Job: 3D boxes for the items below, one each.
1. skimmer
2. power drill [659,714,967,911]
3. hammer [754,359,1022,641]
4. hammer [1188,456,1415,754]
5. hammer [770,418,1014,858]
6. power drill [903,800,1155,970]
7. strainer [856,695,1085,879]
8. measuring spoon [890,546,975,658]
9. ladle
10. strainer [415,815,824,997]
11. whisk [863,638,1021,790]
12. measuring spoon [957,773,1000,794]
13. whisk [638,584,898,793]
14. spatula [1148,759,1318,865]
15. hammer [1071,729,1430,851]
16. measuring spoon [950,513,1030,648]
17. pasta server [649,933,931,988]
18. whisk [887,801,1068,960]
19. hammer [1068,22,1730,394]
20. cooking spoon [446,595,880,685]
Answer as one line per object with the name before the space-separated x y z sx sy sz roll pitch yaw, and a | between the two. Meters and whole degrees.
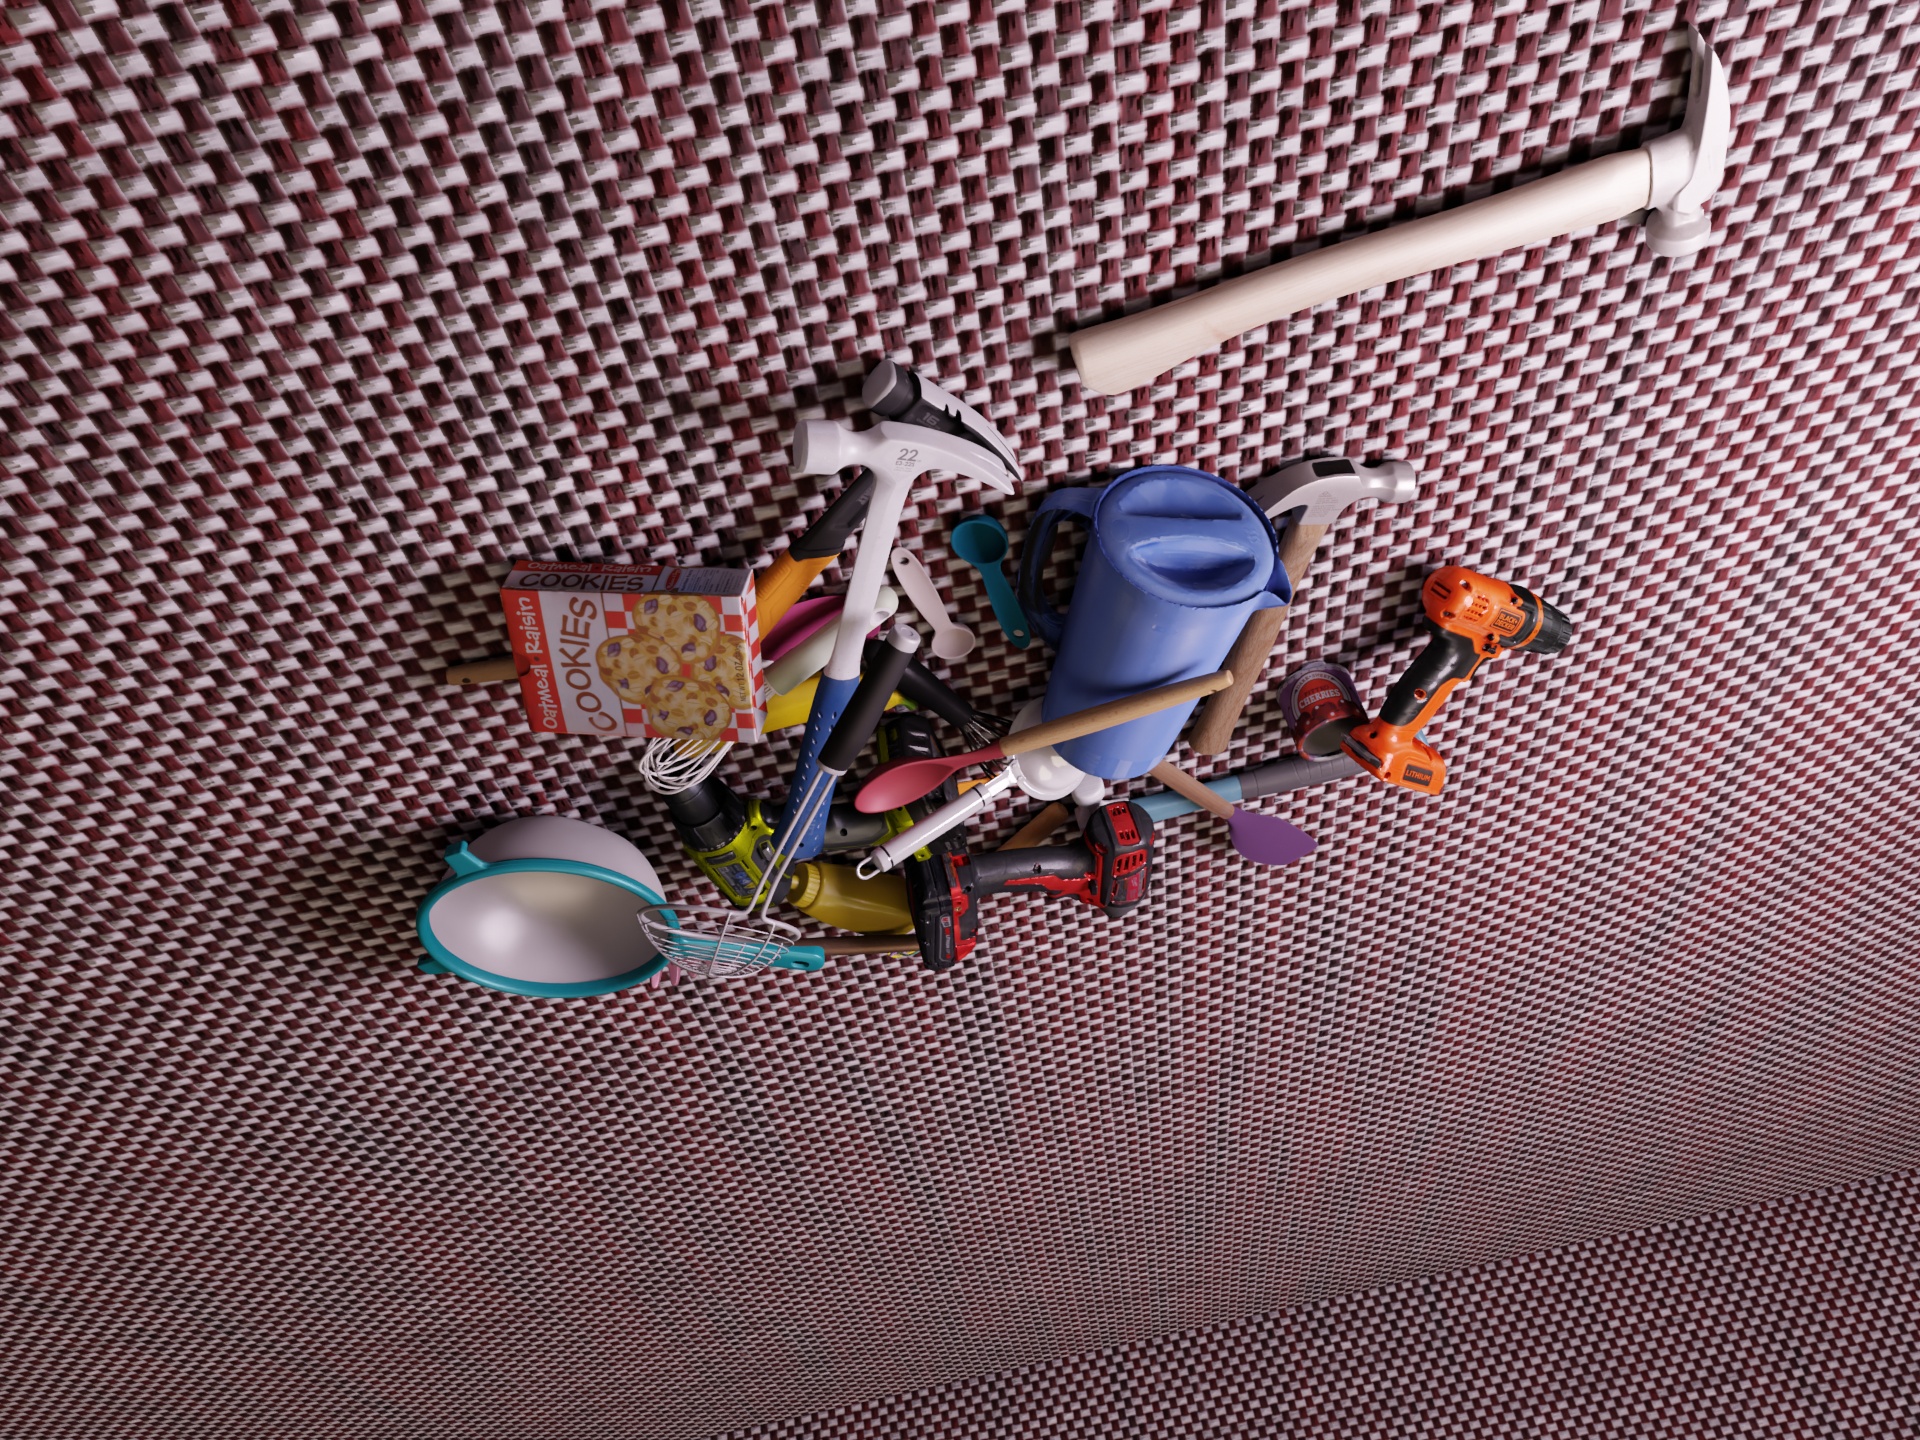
skimmer | -0.128 0.062 1.181 0.127 0.090 0.363 16 120 -27
power drill | -0.124 0.073 1.324 0.228 0.080 0.190 -15 143 8
hammer | -0.109 -0.103 1.111 0.127 0.034 0.337 26 125 -37
hammer | 0.240 -0.081 1.266 0.130 0.031 0.331 -2 142 -14
hammer | -0.077 -0.041 1.131 0.144 0.035 0.405 1 136 -18
power drill | 0.065 0.149 1.425 0.219 0.079 0.143 -11 142 -7
strainer | 0.024 0.057 1.272 0.258 0.050 0.086 -32 109 -20
measuring spoon | -0.024 -0.091 1.193 0.034 0.018 0.124 -21 136 11
ladle | 0.054 0.013 1.173 0.315 0.031 0.069 -18 160 27
strainer | -0.280 0.153 1.350 0.340 0.095 0.211 10 140 -19
whisk | -0.003 -0.004 1.281 0.055 0.055 0.238 -30 138 22
measuring spoon | -0.015 0.067 1.400 0.117 0.011 0.021 -14 143 2
whisk | -0.145 -0.024 1.186 0.246 0.059 0.057 -35 149 15
spatula | 0.223 0.074 1.420 0.060 0.018 0.315 -34 138 25
hammer | 0.268 0.057 1.454 0.331 0.033 0.128 -14 142 1
measuring spoon | 0.029 -0.104 1.166 0.042 0.021 0.128 -5 136 22
pasta server | -0.160 0.221 1.490 0.316 0.040 0.060 -4 159 9
whisk | 0.015 0.154 1.500 0.047 0.051 0.245 33 120 -25
hammer | 0.265 -0.296 0.988 0.410 0.038 0.146 -17 142 6
cooking spoon | -0.217 -0.055 1.175 0.319 0.017 0.068 -9 143 -7
